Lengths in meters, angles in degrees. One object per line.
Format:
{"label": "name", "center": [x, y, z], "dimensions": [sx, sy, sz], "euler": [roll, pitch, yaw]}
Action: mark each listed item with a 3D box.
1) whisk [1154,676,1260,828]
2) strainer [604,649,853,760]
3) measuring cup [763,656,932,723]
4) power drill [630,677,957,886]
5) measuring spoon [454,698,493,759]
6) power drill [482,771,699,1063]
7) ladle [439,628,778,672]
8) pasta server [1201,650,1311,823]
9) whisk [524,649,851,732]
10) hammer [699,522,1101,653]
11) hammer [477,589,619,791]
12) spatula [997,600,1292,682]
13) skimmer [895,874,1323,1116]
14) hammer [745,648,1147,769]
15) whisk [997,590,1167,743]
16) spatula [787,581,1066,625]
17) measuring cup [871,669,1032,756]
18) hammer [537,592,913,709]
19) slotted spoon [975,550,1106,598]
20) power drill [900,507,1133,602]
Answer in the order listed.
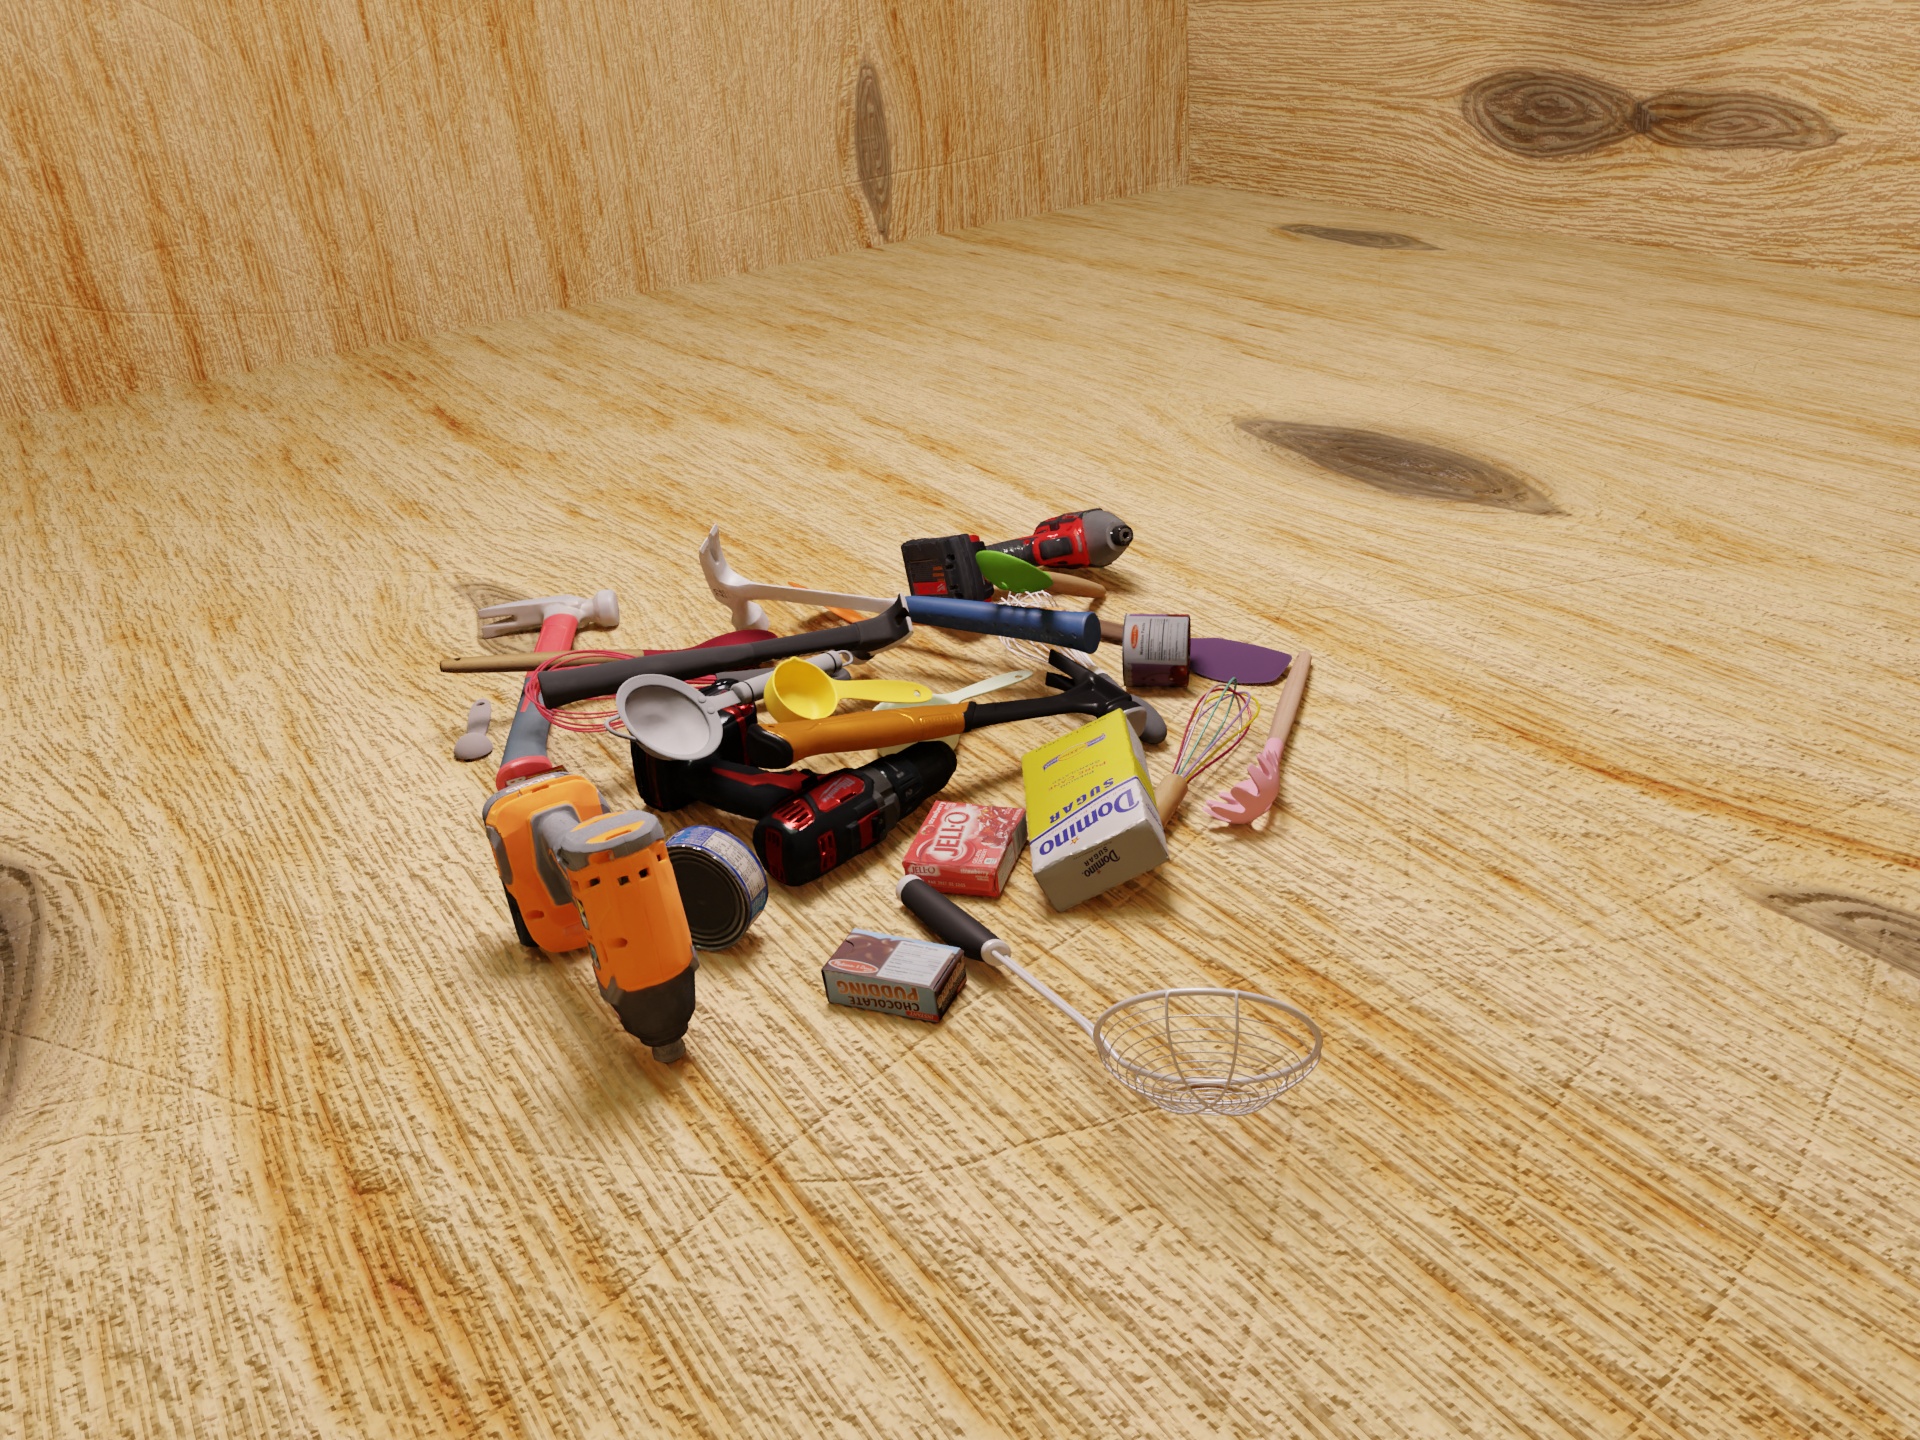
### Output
{"label": "whisk", "center": [0.180, 0.038, 1.250], "dimensions": [0.047, 0.051, 0.245], "euler": [29, 42, 11]}
{"label": "strainer", "center": [-0.180, -0.016, 1.262], "dimensions": [0.258, 0.050, 0.087], "euler": [-23, 66, -42]}
{"label": "measuring cup", "center": [-0.090, -0.017, 1.287], "dimensions": [0.156, 0.029, 0.062], "euler": [1, 56, -40]}
{"label": "power drill", "center": [-0.133, 0.040, 1.273], "dimensions": [0.227, 0.080, 0.188], "euler": [22, 38, 37]}
{"label": "measuring spoon", "center": [-0.446, 0.002, 1.461], "dimensions": [0.034, 0.018, 0.124], "euler": [-10, 27, -8]}
{"label": "power drill", "center": [-0.241, 0.127, 1.060], "dimensions": [0.084, 0.164, 0.227], "euler": [-20, 18, -26]}
{"label": "ladle", "center": [-0.323, -0.059, 1.488], "dimensions": [0.315, 0.031, 0.069], "euler": [-4, 27, -25]}
{"label": "pasta server", "center": [0.258, 0.004, 1.313], "dimensions": [0.040, 0.060, 0.316], "euler": [41, 32, -2]}
{"label": "whisk", "center": [-0.239, -0.030, 1.425], "dimensions": [0.295, 0.073, 0.073], "euler": [-4, 25, -23]}
{"label": "hammer", "center": [-0.065, -0.108, 1.468], "dimensions": [0.406, 0.143, 0.035], "euler": [9, 58, 27]}
{"label": "hammer", "center": [-0.409, -0.030, 1.496], "dimensions": [0.143, 0.038, 0.387], "euler": [-8, 27, -3]}
{"label": "spatula", "center": [0.163, -0.079, 1.512], "dimensions": [0.316, 0.018, 0.060], "euler": [16, 46, 35]}
{"label": "skimmer", "center": [0.072, 0.148, 1.007], "dimensions": [0.090, 0.127, 0.364], "euler": [-56, 35, -4]}
{"label": "hammer", "center": [-0.018, -0.004, 1.268], "dimensions": [0.336, 0.034, 0.127], "euler": [-8, 28, -33]}
{"label": "whisk", "center": [0.104, -0.050, 1.431], "dimensions": [0.070, 0.070, 0.285], "euler": [-16, 33, -20]}
{"label": "spatula", "center": [-0.032, -0.108, 1.522], "dimensions": [0.323, 0.041, 0.081], "euler": [2, -12, 39]}
{"label": "measuring cup", "center": [-0.002, -0.004, 1.377], "dimensions": [0.167, 0.038, 0.083], "euler": [-21, 31, -32]}
{"label": "hammer", "center": [-0.194, -0.054, 1.351], "dimensions": [0.334, 0.035, 0.146], "euler": [-12, -6, -29]}
{"label": "slotted spoon", "center": [0.087, -0.128, 1.478], "dimensions": [0.070, 0.031, 0.313], "euler": [17, 7, 20]}
{"label": "power drill", "center": [0.064, -0.167, 1.609], "dimensions": [0.219, 0.078, 0.143], "euler": [-17, 11, -27]}
